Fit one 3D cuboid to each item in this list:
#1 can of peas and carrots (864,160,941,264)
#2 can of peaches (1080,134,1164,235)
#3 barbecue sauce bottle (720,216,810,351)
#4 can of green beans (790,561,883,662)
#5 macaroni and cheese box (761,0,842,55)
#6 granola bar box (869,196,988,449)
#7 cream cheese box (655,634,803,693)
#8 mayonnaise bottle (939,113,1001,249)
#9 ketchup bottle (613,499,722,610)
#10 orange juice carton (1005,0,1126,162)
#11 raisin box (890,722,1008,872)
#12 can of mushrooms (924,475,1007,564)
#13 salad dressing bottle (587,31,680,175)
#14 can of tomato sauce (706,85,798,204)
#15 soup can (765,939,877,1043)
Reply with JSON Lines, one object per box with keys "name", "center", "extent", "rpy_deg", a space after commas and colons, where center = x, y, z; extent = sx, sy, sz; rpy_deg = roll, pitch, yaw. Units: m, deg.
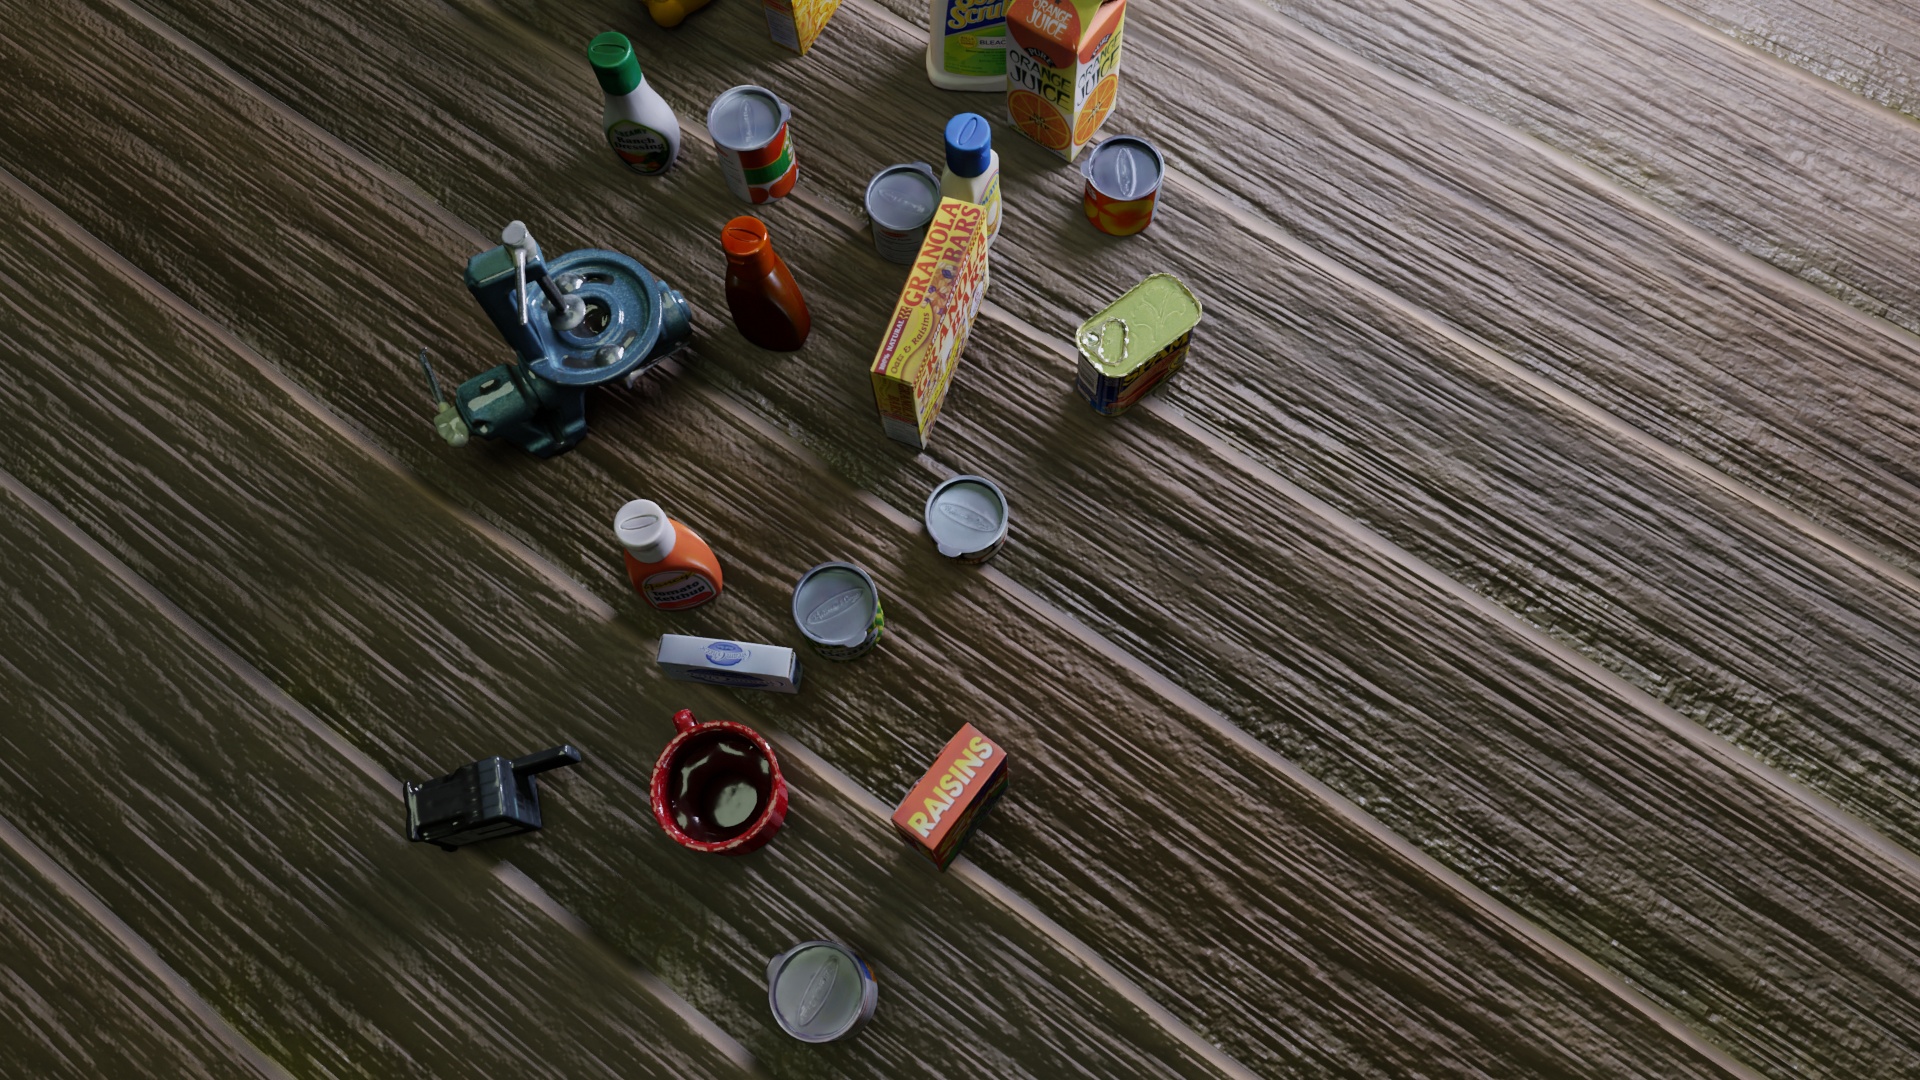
{"name": "can of peas and carrots", "center": [-0.046, -0.283, 1.197], "extent": [0.071, 0.058, 0.071], "rpy_deg": [-1, 70, 2]}
{"name": "can of peaches", "center": [0.138, -0.306, 1.199], "extent": [0.071, 0.058, 0.071], "rpy_deg": [-1, 70, 2]}
{"name": "barbecue sauce bottle", "center": [-0.162, -0.207, 1.126], "extent": [0.065, 0.148, 0.044], "rpy_deg": [17, 72, 8]}
{"name": "can of green beans", "center": [-0.094, 0.057, 1.075], "extent": [0.071, 0.057, 0.071], "rpy_deg": [-1, 70, 2]}
{"name": "macaroni and cheese box", "center": [-0.137, -0.537, 1.238], "extent": [0.040, 0.166, 0.124], "rpy_deg": [26, 73, 11]}
{"name": "granola bar box", "center": [-0.023, -0.174, 1.122], "extent": [0.039, 0.124, 0.166], "rpy_deg": [18, 72, 9]}
{"name": "cream cheese box", "center": [-0.176, 0.095, 1.066], "extent": [0.104, 0.053, 0.024], "rpy_deg": [6, 71, 5]}
{"name": "mayonnaise bottle", "center": [0.008, -0.294, 1.152], "extent": [0.041, 0.147, 0.065], "rpy_deg": [24, 73, 10]}
{"name": "ketchup bottle", "center": [-0.224, 0.011, 1.048], "extent": [0.065, 0.148, 0.043], "rpy_deg": [-14, 70, -2]}
{"name": "orange juice carton", "center": [0.087, -0.414, 1.170], "extent": [0.072, 0.192, 0.073], "rpy_deg": [34, 75, 13]}
{"name": "raisin box", "center": [-0.005, 0.185, 0.989], "extent": [0.040, 0.123, 0.086], "rpy_deg": [36, 75, 14]}
{"name": "can of mushrooms", "center": [0.004, -0.014, 1.110], "extent": [0.071, 0.033, 0.071], "rpy_deg": [-1, 70, 2]}
{"name": "salad dressing bottle", "center": [-0.283, -0.374, 1.193], "extent": [0.064, 0.147, 0.044], "rpy_deg": [4, 70, 4]}
{"name": "can of tomato sauce", "center": [-0.178, -0.344, 1.213], "extent": [0.071, 0.083, 0.071], "rpy_deg": [-1, 70, 2]}
{"name": "soup can", "center": [-0.096, 0.313, 0.966], "extent": [0.071, 0.083, 0.071], "rpy_deg": [-1, 70, 2]}
